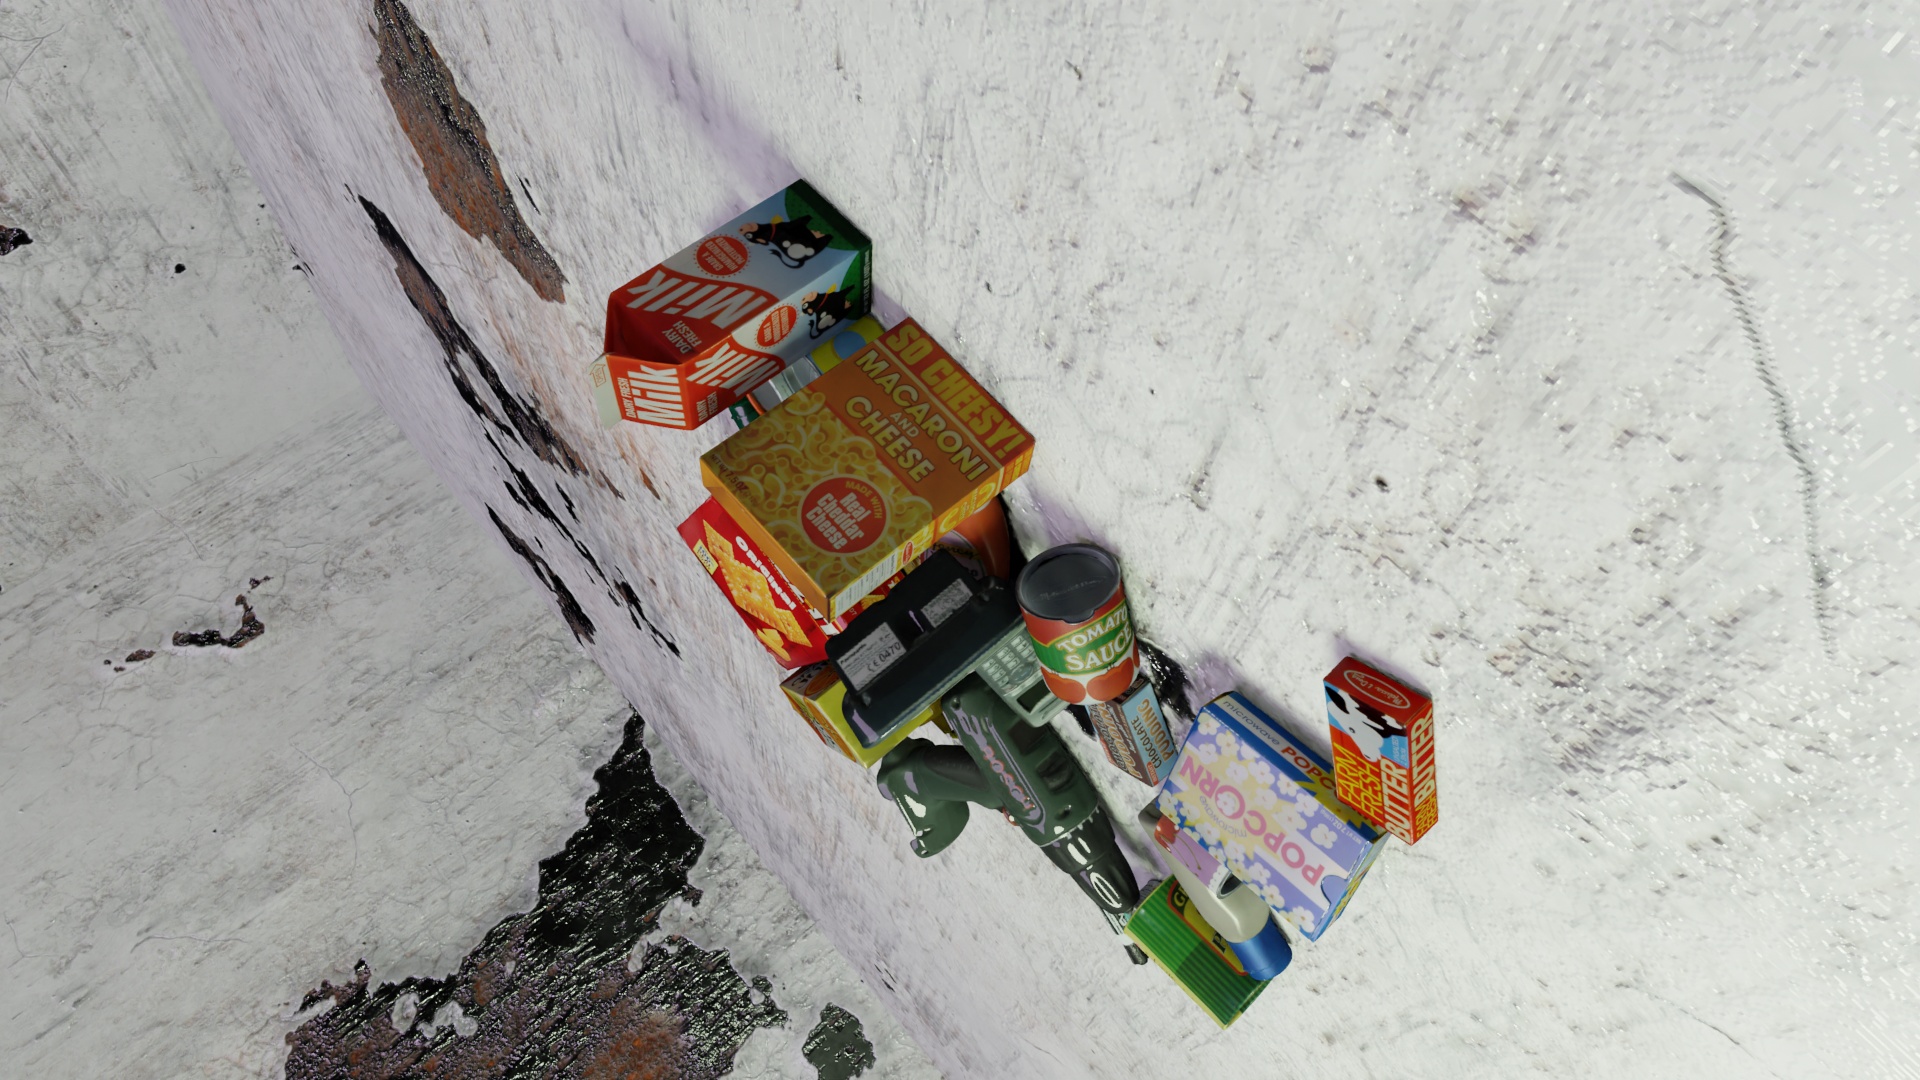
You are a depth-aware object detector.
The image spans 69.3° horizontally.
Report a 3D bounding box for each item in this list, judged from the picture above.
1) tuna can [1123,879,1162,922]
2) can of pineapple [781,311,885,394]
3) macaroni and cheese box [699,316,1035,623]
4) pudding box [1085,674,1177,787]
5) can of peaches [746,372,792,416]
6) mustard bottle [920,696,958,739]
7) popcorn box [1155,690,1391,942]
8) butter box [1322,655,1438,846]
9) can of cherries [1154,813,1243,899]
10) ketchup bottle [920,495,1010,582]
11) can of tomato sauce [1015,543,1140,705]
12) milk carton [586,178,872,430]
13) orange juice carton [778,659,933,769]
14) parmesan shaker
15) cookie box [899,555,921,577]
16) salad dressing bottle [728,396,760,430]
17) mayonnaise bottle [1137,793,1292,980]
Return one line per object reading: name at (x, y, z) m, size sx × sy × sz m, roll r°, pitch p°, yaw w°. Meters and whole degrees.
tuna can at (0.170, 0.319, 1.150) m, size 0.071 × 0.033 × 0.070 m, roll 43°, pitch 156°, yaw 24°
can of pineapple at (-0.081, -0.118, 0.945) m, size 0.071 × 0.058 × 0.070 m, roll 42°, pitch 157°, yaw 24°
macaroni and cheese box at (-0.056, -0.047, 0.857) m, size 0.124 × 0.167 × 0.040 m, roll 46°, pitch 158°, yaw 16°
pudding box at (0.116, 0.126, 0.964) m, size 0.050 × 0.030 × 0.083 m, roll 26°, pitch 146°, yaw 50°
can of peaches at (-0.126, -0.122, 1.026) m, size 0.071 × 0.058 × 0.071 m, roll 42°, pitch 156°, yaw 24°
mustard bottle at (-0.052, 0.119, 1.264) m, size 0.160 × 0.049 × 0.065 m, roll 53°, pitch 162°, yaw -1°
popcorn box at (0.185, 0.161, 0.826) m, size 0.127 × 0.038 × 0.084 m, roll 39°, pitch 126°, yaw 30°
butter box at (0.223, 0.112, 0.736) m, size 0.053 × 0.024 × 0.103 m, roll 31°, pitch 150°, yaw 44°
can of cherries at (0.170, 0.188, 0.906) m, size 0.058 × 0.072 × 0.071 m, roll 41°, pitch 156°, yaw 28°
ketchup bottle at (0.003, -0.012, 0.954) m, size 0.065 × 0.044 × 0.148 m, roll 22°, pitch 149°, yaw 14°
can of tomato sauce at (0.077, 0.055, 0.883) m, size 0.071 × 0.071 × 0.082 m, roll 31°, pitch 151°, yaw 42°
milk carton at (-0.149, -0.138, 0.869) m, size 0.073 × 0.191 × 0.072 m, roll 44°, pitch 157°, yaw 18°
orange juice carton at (-0.097, 0.133, 1.186) m, size 0.073 × 0.072 × 0.192 m, roll 54°, pitch 165°, yaw -10°
parmesan shaker at (0.187, 0.314, 1.069) m, size 0.103 × 0.071 × 0.071 m, roll 41°, pitch 156°, yaw 24°
cookie box at (-0.073, -0.035, 1.083) m, size 0.168 × 0.040 × 0.122 m, roll 42°, pitch 156°, yaw 23°
salad dressing bottle at (-0.148, -0.060, 1.190) m, size 0.064 × 0.044 × 0.147 m, roll 13°, pitch 135°, yaw 60°
mayonnaise bottle at (0.187, 0.249, 0.999) m, size 0.148 × 0.041 × 0.064 m, roll 56°, pitch 159°, yaw -12°
